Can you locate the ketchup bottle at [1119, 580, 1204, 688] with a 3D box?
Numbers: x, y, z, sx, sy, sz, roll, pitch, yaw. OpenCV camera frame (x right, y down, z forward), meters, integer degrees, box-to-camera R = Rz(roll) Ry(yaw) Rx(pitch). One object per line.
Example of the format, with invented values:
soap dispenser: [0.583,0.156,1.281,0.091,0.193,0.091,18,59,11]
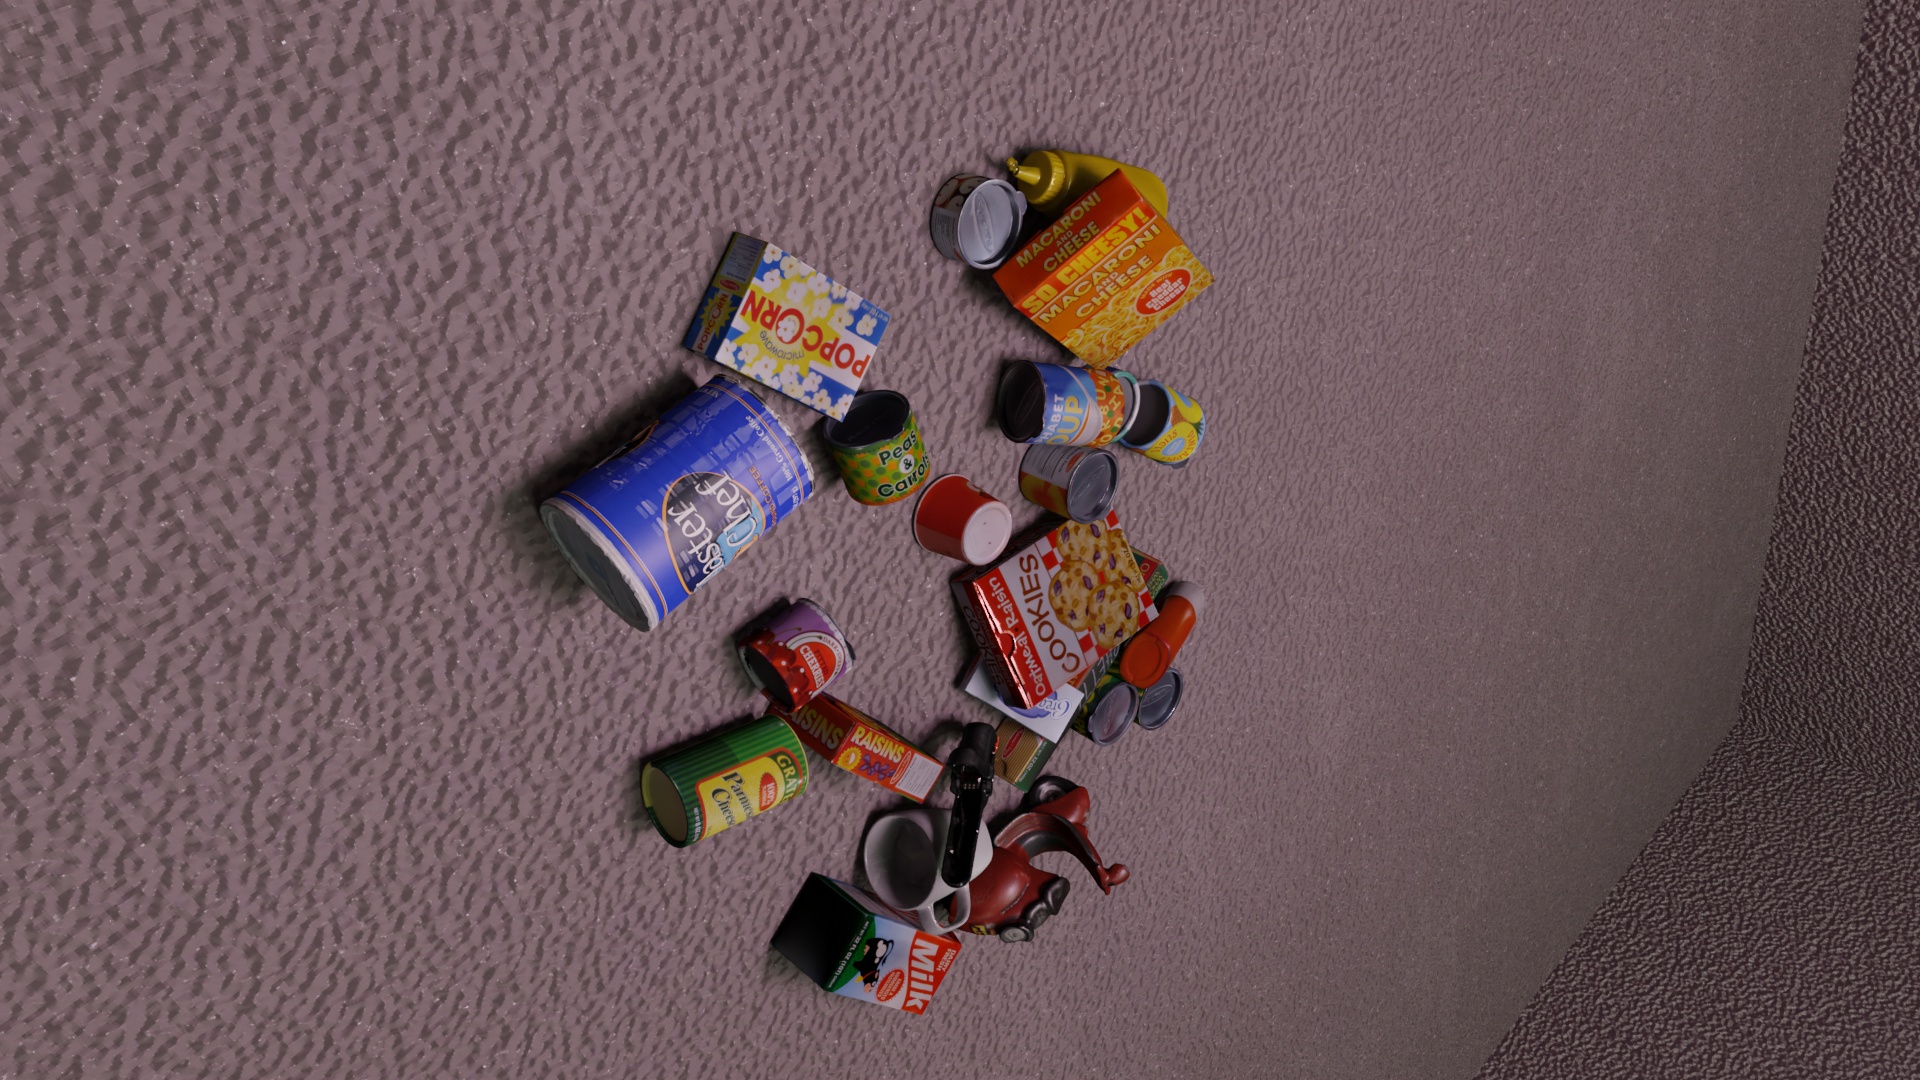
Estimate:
ketchup bottle: [0.199,0.084,1.338,0.149,0.043,0.064,-41,160,-57]

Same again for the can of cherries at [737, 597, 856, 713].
can of cherries: [-0.120,0.086,1.022,0.058,0.071,0.071,-36,132,-28]

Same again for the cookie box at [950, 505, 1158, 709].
cookie box: [0.085,0.051,1.206,0.168,0.040,0.122,-31,103,-32]

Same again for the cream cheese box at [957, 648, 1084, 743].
cream cheese box: [0.053,0.132,1.226,0.104,0.024,0.053,32,83,-19]

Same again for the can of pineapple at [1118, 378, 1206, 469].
can of pineapple: [0.177,-0.104,1.238,0.058,0.071,0.071,17,97,-48]

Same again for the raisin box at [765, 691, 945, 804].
raisin box: [-0.081,0.156,1.087,0.123,0.086,0.040,36,84,-49]

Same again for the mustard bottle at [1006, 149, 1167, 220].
mustard bottle: [0.091,-0.270,1.072,0.160,0.065,0.049,3,82,-42]

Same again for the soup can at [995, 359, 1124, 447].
soup can: [0.082,-0.108,1.125,0.084,0.071,0.071,1,109,-34]

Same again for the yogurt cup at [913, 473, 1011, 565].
yogurt cup: [0.004,-0.014,1.115,0.073,0.054,0.072,-22,124,-37]

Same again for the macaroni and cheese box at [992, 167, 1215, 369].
macaroni and cheese box: [0.114,-0.206,1.085,0.123,0.040,0.166,-38,154,16]

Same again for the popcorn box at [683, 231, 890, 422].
popcorn box: [-0.114,-0.142,0.941,0.126,0.038,0.085,24,92,-49]

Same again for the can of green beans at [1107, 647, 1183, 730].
can of green beans: [0.176,0.145,1.370,0.071,0.058,0.071,-23,124,-37]

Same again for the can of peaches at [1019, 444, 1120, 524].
can of peaches: [0.094,-0.052,1.186,0.071,0.058,0.071,-23,125,-38]

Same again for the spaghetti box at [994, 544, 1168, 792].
spaghetti box: [0.107,0.116,1.289,0.250,0.050,0.028,-55,140,-11]

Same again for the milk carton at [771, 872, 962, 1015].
milk carton: [-0.067,0.356,1.210,0.190,0.073,0.072,36,82,-49]

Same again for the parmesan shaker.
parmesan shaker: [-0.173,0.178,1.018,0.103,0.071,0.071,-20,123,-39]

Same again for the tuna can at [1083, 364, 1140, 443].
tuna can: [0.121,-0.118,1.201,0.071,0.033,0.070,-23,125,-38]

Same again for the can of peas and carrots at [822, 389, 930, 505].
can of peas and carrots: [-0.059,-0.067,1.011,0.071,0.071,0.058,-41,135,-24]

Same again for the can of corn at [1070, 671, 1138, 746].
can of corn: [0.124,0.154,1.320,0.071,0.058,0.070,-23,125,-37]

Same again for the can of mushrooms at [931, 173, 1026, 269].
can of mushrooms: [0.014,-0.238,1.030,0.071,0.033,0.070,-22,123,-37]
